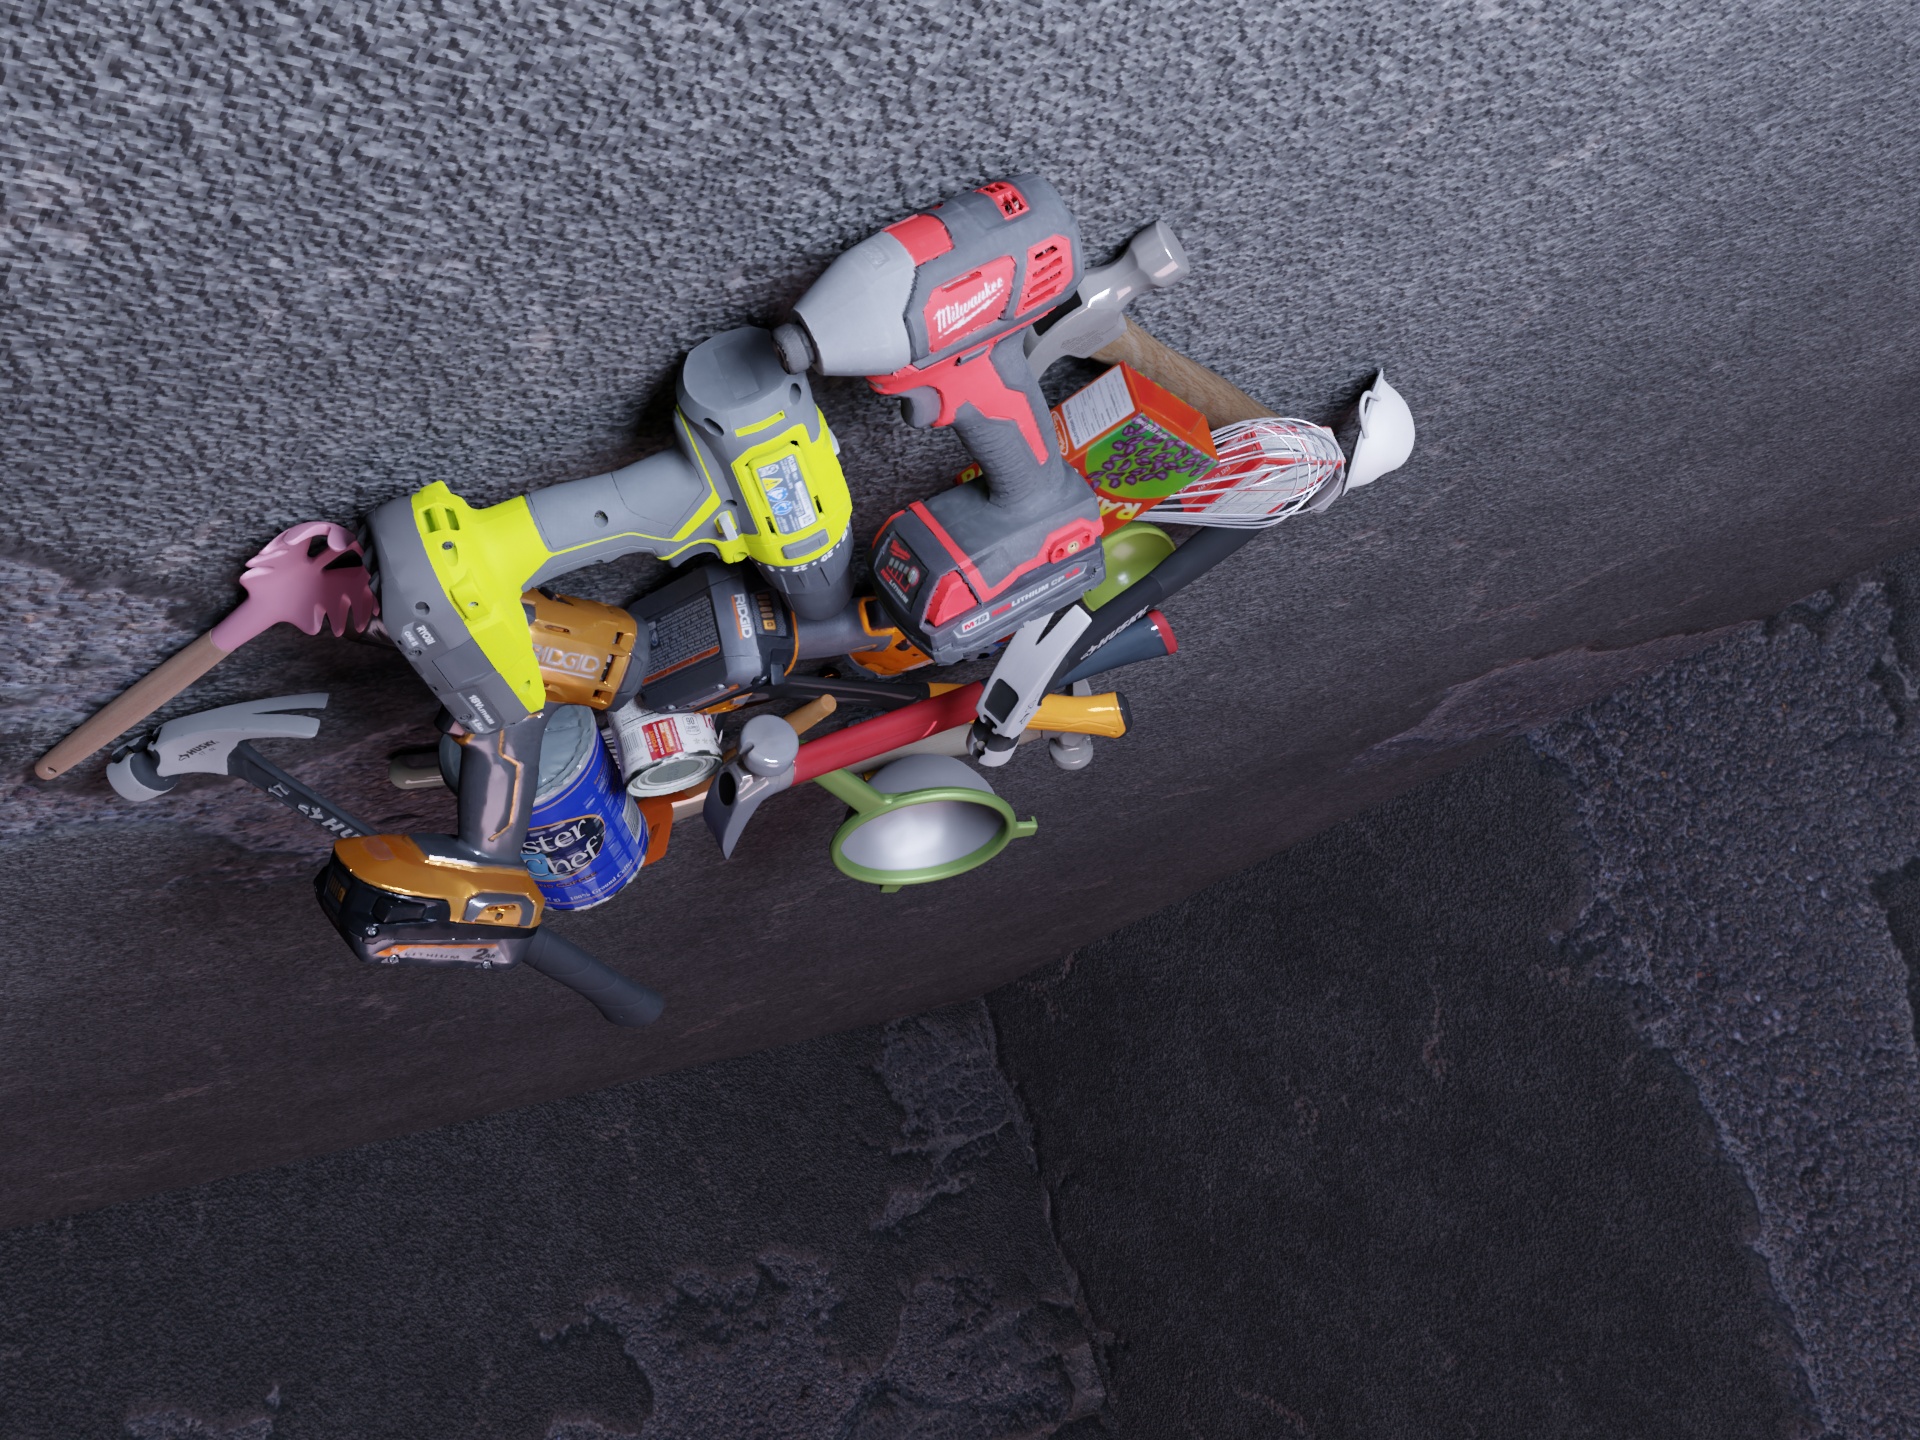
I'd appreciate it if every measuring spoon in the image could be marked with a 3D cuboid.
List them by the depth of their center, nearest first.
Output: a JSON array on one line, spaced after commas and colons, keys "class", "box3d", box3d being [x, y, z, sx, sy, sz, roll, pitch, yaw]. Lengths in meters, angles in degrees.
[{"class": "measuring spoon", "box3d": [-0.149, -0.023, 1.234, 0.117, 0.011, 0.021, -16, 165, -1]}]

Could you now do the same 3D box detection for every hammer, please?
[{"class": "hammer", "box3d": [0.131, -0.197, 0.941, 0.130, 0.031, 0.331, -28, 163, 26]}, {"class": "hammer", "box3d": [-0.336, 0.108, 1.043, 0.149, 0.036, 0.408, -19, 138, 25]}, {"class": "hammer", "box3d": [0.137, -0.097, 1.063, 0.335, 0.035, 0.146, -36, 163, -33]}, {"class": "hammer", "box3d": [-0.002, -0.004, 1.133, 0.386, 0.038, 0.143, -20, 159, -32]}, {"class": "hammer", "box3d": [-0.022, -0.010, 1.209, 0.336, 0.034, 0.127, 5, 147, -25]}, {"class": "hammer", "box3d": [-0.094, 0.024, 1.294, 0.410, 0.038, 0.146, -12, 143, -3]}]

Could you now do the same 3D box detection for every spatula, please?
[{"class": "spatula", "box3d": [-0.184, 0.051, 1.177, 0.081, 0.041, 0.322, -15, 170, -44]}]

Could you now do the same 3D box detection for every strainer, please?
[{"class": "strainer", "box3d": [0.276, -0.181, 1.119, 0.050, 0.087, 0.258, 18, 175, 3]}, {"class": "strainer", "box3d": [-0.061, 0.050, 1.240, 0.151, 0.069, 0.256, -25, 146, 20]}]

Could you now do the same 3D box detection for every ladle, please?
[{"class": "ladle", "box3d": [0.078, -0.092, 1.040, 0.078, 0.062, 0.320, -47, 172, 20]}]

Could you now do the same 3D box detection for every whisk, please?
[{"class": "whisk", "box3d": [0.090, -0.134, 0.973, 0.284, 0.070, 0.070, -8, 169, 21]}, {"class": "whisk", "box3d": [-0.290, 0.023, 1.162, 0.246, 0.058, 0.059, -7, 126, -30]}]

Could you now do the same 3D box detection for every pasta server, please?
[{"class": "pasta server", "box3d": [-0.411, -0.027, 0.847, 0.316, 0.040, 0.060, -26, 126, 29]}]

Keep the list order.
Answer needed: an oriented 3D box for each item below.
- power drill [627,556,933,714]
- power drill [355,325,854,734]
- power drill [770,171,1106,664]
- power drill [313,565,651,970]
[{"class": "power drill", "box3d": [-0.076, -0.064, 1.010, 0.226, 0.084, 0.164, -9, 174, -41]}, {"class": "power drill", "box3d": [-0.163, -0.082, 0.805, 0.228, 0.080, 0.190, -24, 149, -5]}, {"class": "power drill", "box3d": [-0.005, -0.138, 0.758, 0.143, 0.079, 0.219, -28, 140, -13]}, {"class": "power drill", "box3d": [-0.293, 0.023, 0.904, 0.185, 0.084, 0.226, 13, 103, -45]}]
